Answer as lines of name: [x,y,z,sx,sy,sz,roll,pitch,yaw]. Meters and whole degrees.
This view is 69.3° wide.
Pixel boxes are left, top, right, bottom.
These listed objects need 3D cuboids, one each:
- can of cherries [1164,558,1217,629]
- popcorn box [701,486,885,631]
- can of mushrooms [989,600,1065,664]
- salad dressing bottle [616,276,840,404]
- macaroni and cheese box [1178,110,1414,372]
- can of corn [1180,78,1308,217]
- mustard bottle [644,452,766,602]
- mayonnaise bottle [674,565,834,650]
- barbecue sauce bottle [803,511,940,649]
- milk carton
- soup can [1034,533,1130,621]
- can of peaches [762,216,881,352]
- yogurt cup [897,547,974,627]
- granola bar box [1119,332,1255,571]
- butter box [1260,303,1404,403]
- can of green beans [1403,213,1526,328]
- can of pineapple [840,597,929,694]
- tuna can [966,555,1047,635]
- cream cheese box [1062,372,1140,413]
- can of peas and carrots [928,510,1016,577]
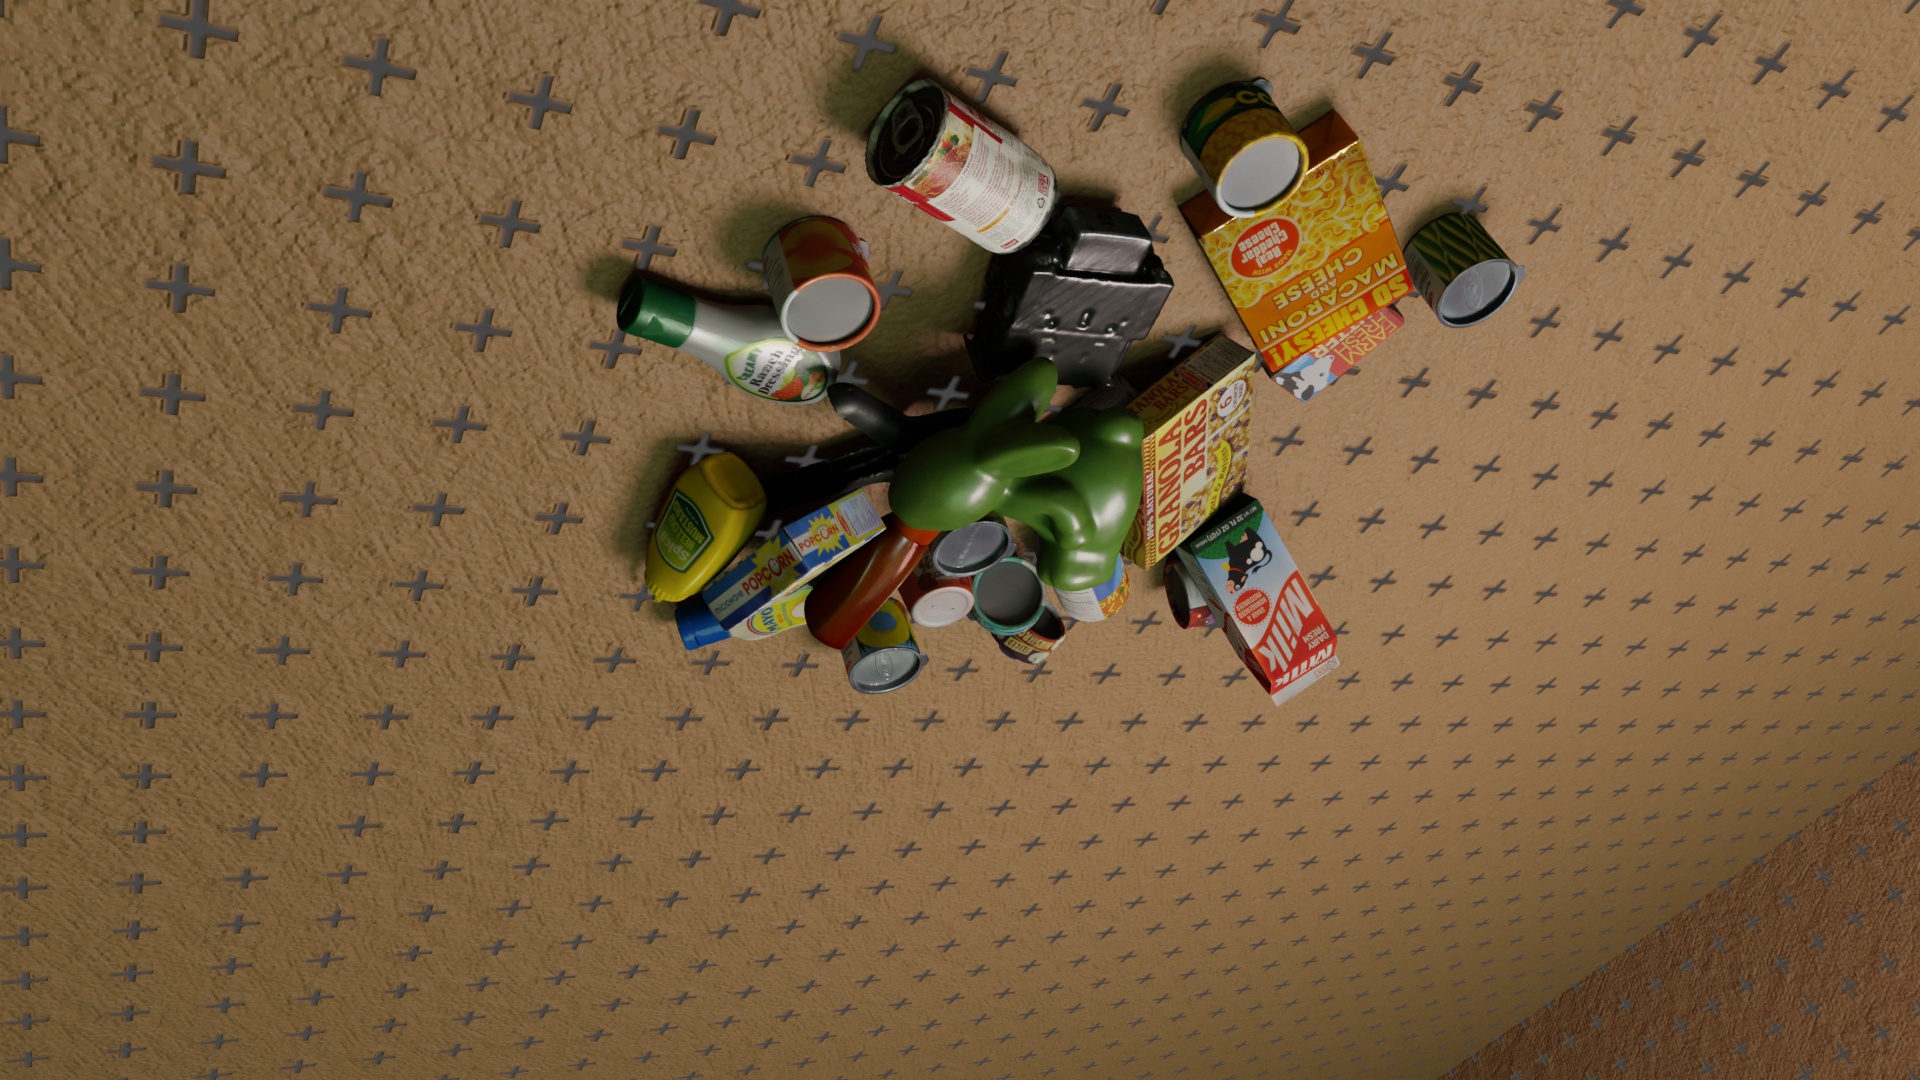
can of cherries: [0.225,0.046,1.277,0.058,0.072,0.071,-13,142,-9]
popcorn box: [-0.125,0.015,1.026,0.085,0.038,0.126,-31,178,-46]
can of mushrooms: [0.058,0.076,1.234,0.071,0.071,0.033,16,128,-38]
salad dressing bottle: [-0.150,-0.131,0.907,0.148,0.044,0.064,16,130,-37]
macaroni and cheese box: [0.245,-0.209,0.997,0.123,0.040,0.166,-31,141,13]
can of corn: [0.186,-0.254,0.900,0.071,0.058,0.070,-13,142,-10]
mustard bottle: [-0.199,0.004,1.032,0.049,0.065,0.159,-23,159,-48]
mayonnaise bottle: [-0.155,0.051,1.128,0.148,0.041,0.064,-18,139,-5]
barbecue sauce bottle: [-0.060,0.015,1.055,0.043,0.065,0.148,31,116,-25]
milk carton: [0.261,0.053,1.210,0.072,0.073,0.190,-33,106,-3]
soup can: [0.108,0.020,1.194,0.071,0.071,0.083,-24,143,4]
can of peaches: [-0.086,-0.163,0.886,0.071,0.058,0.071,-12,141,-10]
yogurt cup: [-0.021,0.036,1.162,0.072,0.054,0.072,-12,142,-10]
granola bar box: [0.175,-0.068,1.102,0.124,0.039,0.164,-38,147,-20]
butter box: [0.294,-0.156,1.097,0.103,0.024,0.053,-41,137,24]
can of green beans: [0.377,-0.204,1.050,0.071,0.058,0.071,-13,141,-10]
can of pineapple: [-0.069,0.091,1.203,0.071,0.058,0.070,-13,142,-10]
tuna can: [0.038,0.048,1.187,0.071,0.071,0.032,-16,170,-5]
cream cheese box: [0.100,-0.084,1.095,0.103,0.024,0.053,-36,141,19]
can of peas and carrots: [0.004,-0.014,1.109,0.071,0.059,0.070,-13,142,-10]
